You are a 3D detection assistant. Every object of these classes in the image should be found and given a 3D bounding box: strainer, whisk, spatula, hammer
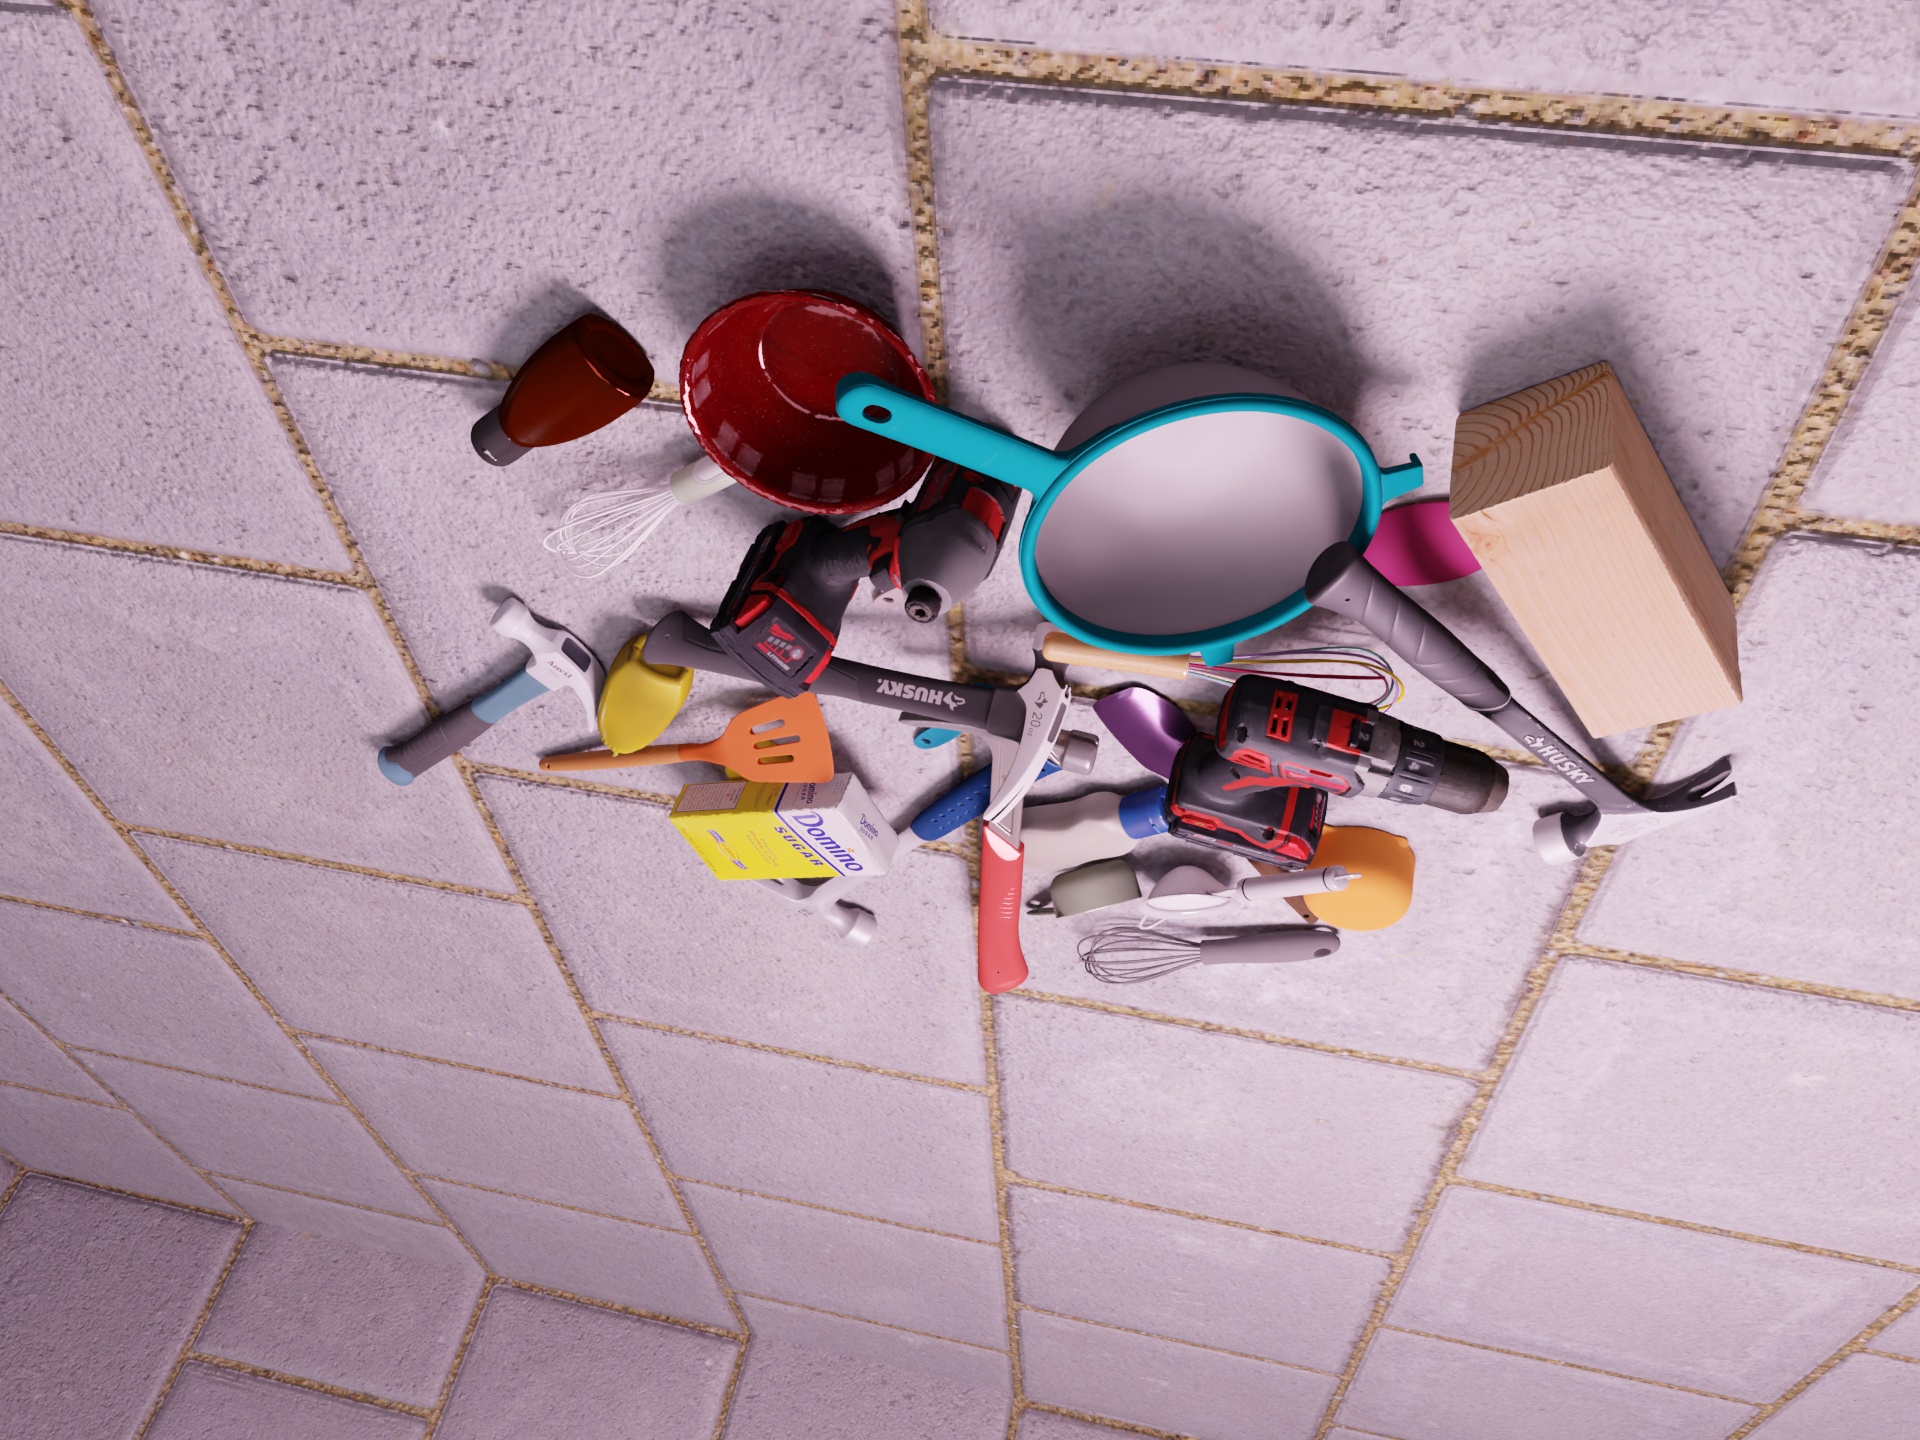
[{"bbox_3d":[0.079,-0.154,0.908,0.340,0.095,0.211,16,137,-28],"label":"strainer"},{"bbox_3d":[0.217,0.203,1.414,0.239,0.055,0.055,-7,138,22],"label":"whisk"},{"bbox_3d":[-0.198,-0.157,1.095,0.246,0.058,0.059,-20,166,33],"label":"whisk"},{"bbox_3d":[0.228,0.135,1.283,0.086,0.050,0.258,12,164,-30],"label":"strainer"},{"bbox_3d":[-0.246,0.027,1.359,0.323,0.041,0.081,-5,104,37],"label":"spatula"},{"bbox_3d":[0.177,-0.038,1.083,0.245,0.051,0.047,8,174,10],"label":"whisk"},{"bbox_3d":[-0.423,-0.005,1.390,0.128,0.033,0.331,39,138,-26],"label":"hammer"},{"bbox_3d":[-0.086,-0.025,1.176,0.335,0.146,0.035,12,173,19],"label":"hammer"},{"bbox_3d":[0.209,0.074,1.264,0.060,0.018,0.315,-22,129,30],"label":"spatula"},{"bbox_3d":[0.355,-0.008,1.029,0.149,0.036,0.408,-24,139,39],"label":"hammer"},{"bbox_3d":[0.025,0.114,1.305,0.149,0.037,0.358,13,140,9],"label":"hammer"},{"bbox_3d":[-0.043,0.097,1.377,0.144,0.035,0.405,31,141,-20],"label":"hammer"}]

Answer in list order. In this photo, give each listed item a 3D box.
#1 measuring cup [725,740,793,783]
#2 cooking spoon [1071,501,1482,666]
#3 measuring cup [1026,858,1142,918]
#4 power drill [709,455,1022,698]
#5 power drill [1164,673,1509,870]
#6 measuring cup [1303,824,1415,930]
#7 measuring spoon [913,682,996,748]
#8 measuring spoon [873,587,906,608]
[{"bbox_3d":[-0.177,0.073,1.398,0.062,0.029,0.156,12,141,5],"label":"measuring cup"},{"bbox_3d":[0.204,-0.081,1.062,0.319,0.017,0.068,-16,131,36],"label":"cooking spoon"},{"bbox_3d":[0.095,0.149,1.390,0.083,0.038,0.167,-11,176,-26],"label":"measuring cup"},{"bbox_3d":[-0.059,-0.097,1.039,0.219,0.143,0.078,-20,128,42],"label":"power drill"},{"bbox_3d":[0.247,0.041,1.090,0.188,0.080,0.226,16,163,-3],"label":"power drill"},{"bbox_3d":[0.284,0.110,1.253,0.173,0.052,0.095,32,141,-23],"label":"measuring cup"},{"bbox_3d":[-0.002,-0.004,1.250,0.042,0.021,0.128,30,151,-19],"label":"measuring spoon"},{"bbox_3d":[-0.022,-0.104,1.126,0.034,0.018,0.124,24,152,-33],"label":"measuring spoon"}]
